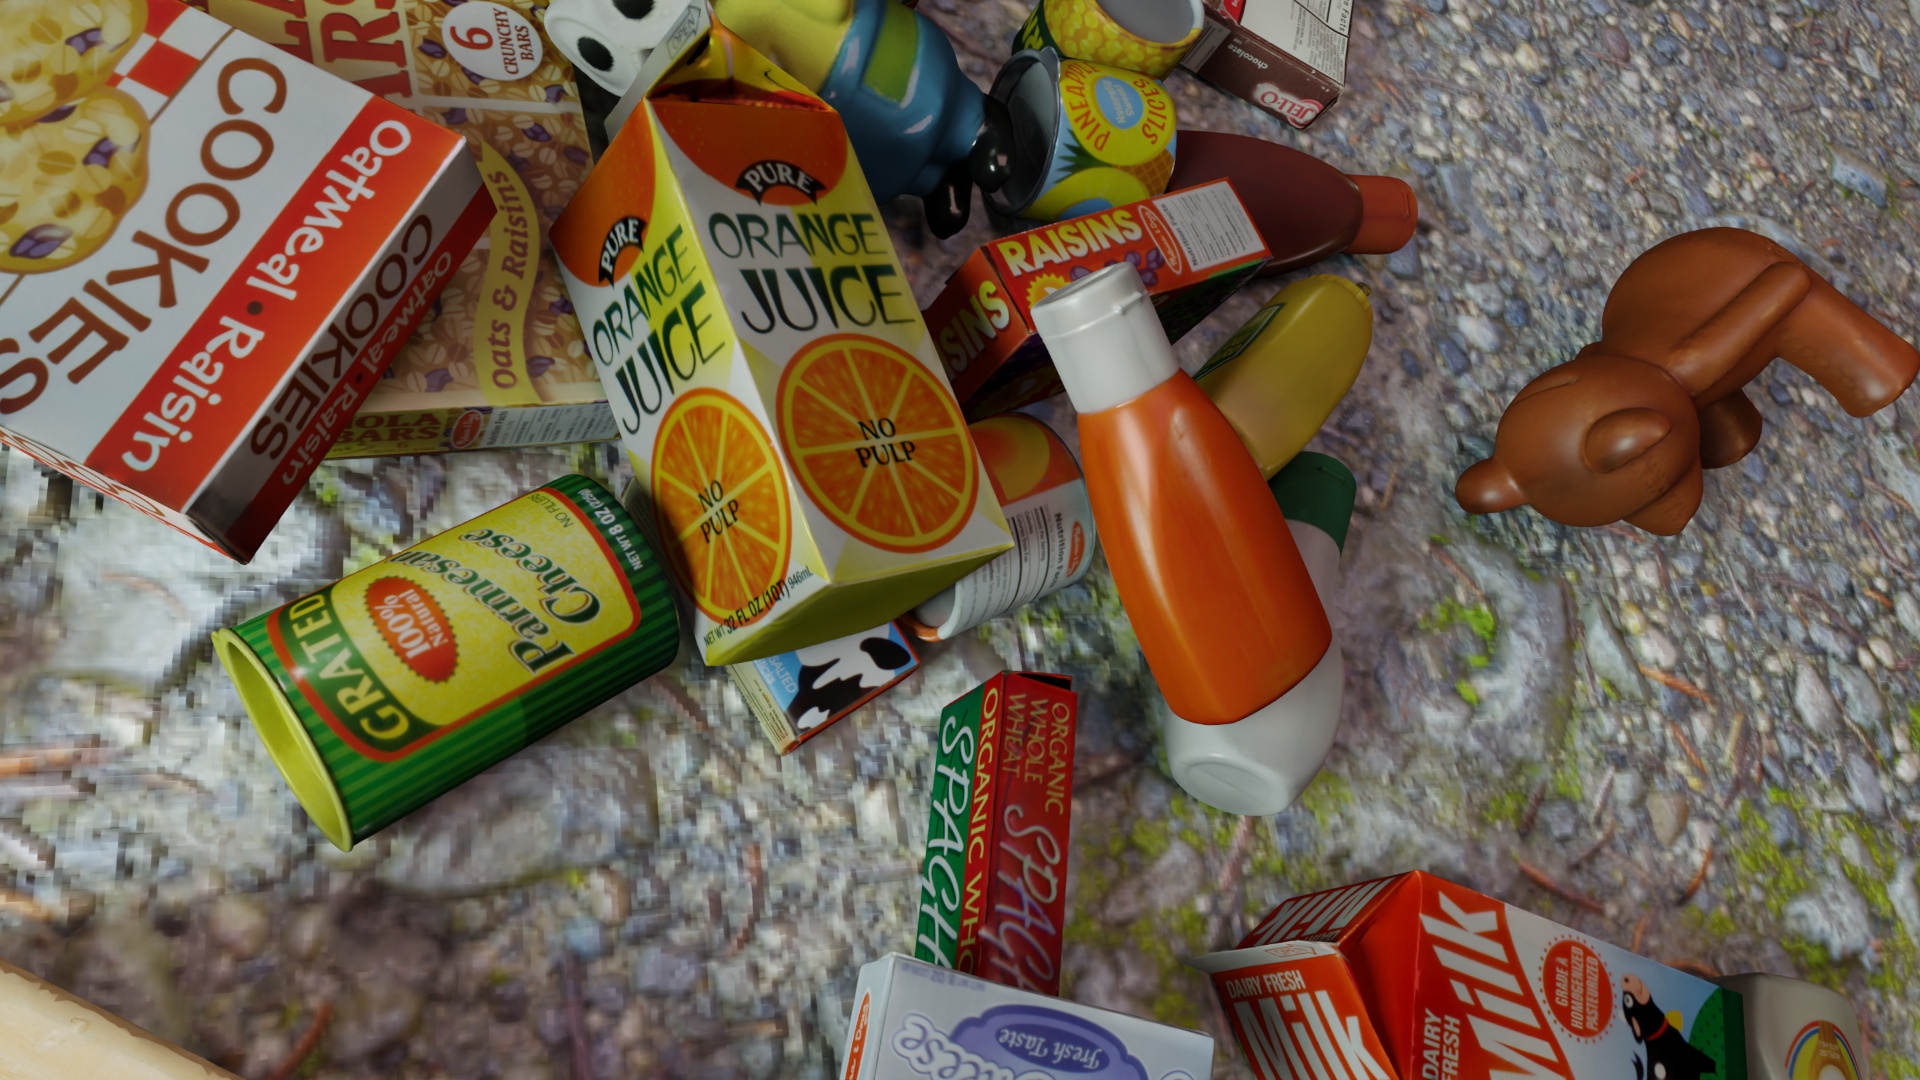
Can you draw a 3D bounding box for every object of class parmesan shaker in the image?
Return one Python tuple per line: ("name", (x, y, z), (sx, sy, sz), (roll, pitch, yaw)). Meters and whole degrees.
("parmesan shaker", (-0.141, 0.028, 0.389), (0.103, 0.071, 0.071), (-31, 84, -34))

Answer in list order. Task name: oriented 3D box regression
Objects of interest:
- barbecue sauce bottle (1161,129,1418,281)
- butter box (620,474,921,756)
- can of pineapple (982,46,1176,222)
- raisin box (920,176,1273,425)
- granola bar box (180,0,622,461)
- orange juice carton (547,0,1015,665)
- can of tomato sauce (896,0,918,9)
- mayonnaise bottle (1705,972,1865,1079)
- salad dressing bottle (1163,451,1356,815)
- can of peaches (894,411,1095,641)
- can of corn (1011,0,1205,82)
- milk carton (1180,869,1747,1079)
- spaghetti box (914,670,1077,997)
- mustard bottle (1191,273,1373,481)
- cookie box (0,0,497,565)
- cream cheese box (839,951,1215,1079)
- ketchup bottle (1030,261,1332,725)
("barbecue sauce bottle", (0.140, -0.148, 0.622), (0.149, 0.043, 0.065), (-6, 88, -30))
("butter box", (-0.063, 0.013, 0.459), (0.053, 0.024, 0.103), (-29, 83, -34))
("can of pineapple", (0.048, -0.163, 0.568), (0.058, 0.070, 0.071), (1, 68, -27))
("raisin box", (0.044, -0.088, 0.522), (0.124, 0.085, 0.040), (-23, 81, -33))
("granola bar box", (-0.181, -0.109, 0.447), (0.124, 0.039, 0.166), (-6, 71, -30))
("orange juice carton", (-0.064, -0.067, 0.426), (0.073, 0.071, 0.193), (-12, 76, -43))
("can of tomato sauce", (-0.036, -0.250, 0.558), (0.071, 0.082, 0.071), (11, 64, -23))
("mayonnaise bottle", (0.327, 0.248, 0.538), (0.065, 0.041, 0.149), (19, 60, -20))
("salad dressing bottle", (0.121, 0.031, 0.533), (0.064, 0.043, 0.148), (27, 57, -4))
("can of peaches", (0.002, -0.006, 0.478), (0.058, 0.071, 0.071), (-22, 79, -32))
("can of corn", (0.063, -0.222, 0.609), (0.071, 0.058, 0.071), (11, 63, -22))
("milk carton", (0.174, 0.169, 0.479), (0.190, 0.072, 0.074), (23, 60, -16))
("spaghetti box", (0.004, 0.160, 0.411), (0.029, 0.050, 0.251), (17, 61, -21))
("mustard bottle", (0.134, -0.072, 0.577), (0.049, 0.065, 0.161), (49, 50, -5))
("cookie box", (-0.231, -0.086, 0.371), (0.167, 0.040, 0.123), (26, 71, 4))
("cream cheese box", (0.019, 0.151, 0.376), (0.104, 0.024, 0.053), (20, 60, -17))
("ketchup bottle", (0.070, -0.017, 0.456), (0.065, 0.043, 0.148), (-33, 105, -30))
